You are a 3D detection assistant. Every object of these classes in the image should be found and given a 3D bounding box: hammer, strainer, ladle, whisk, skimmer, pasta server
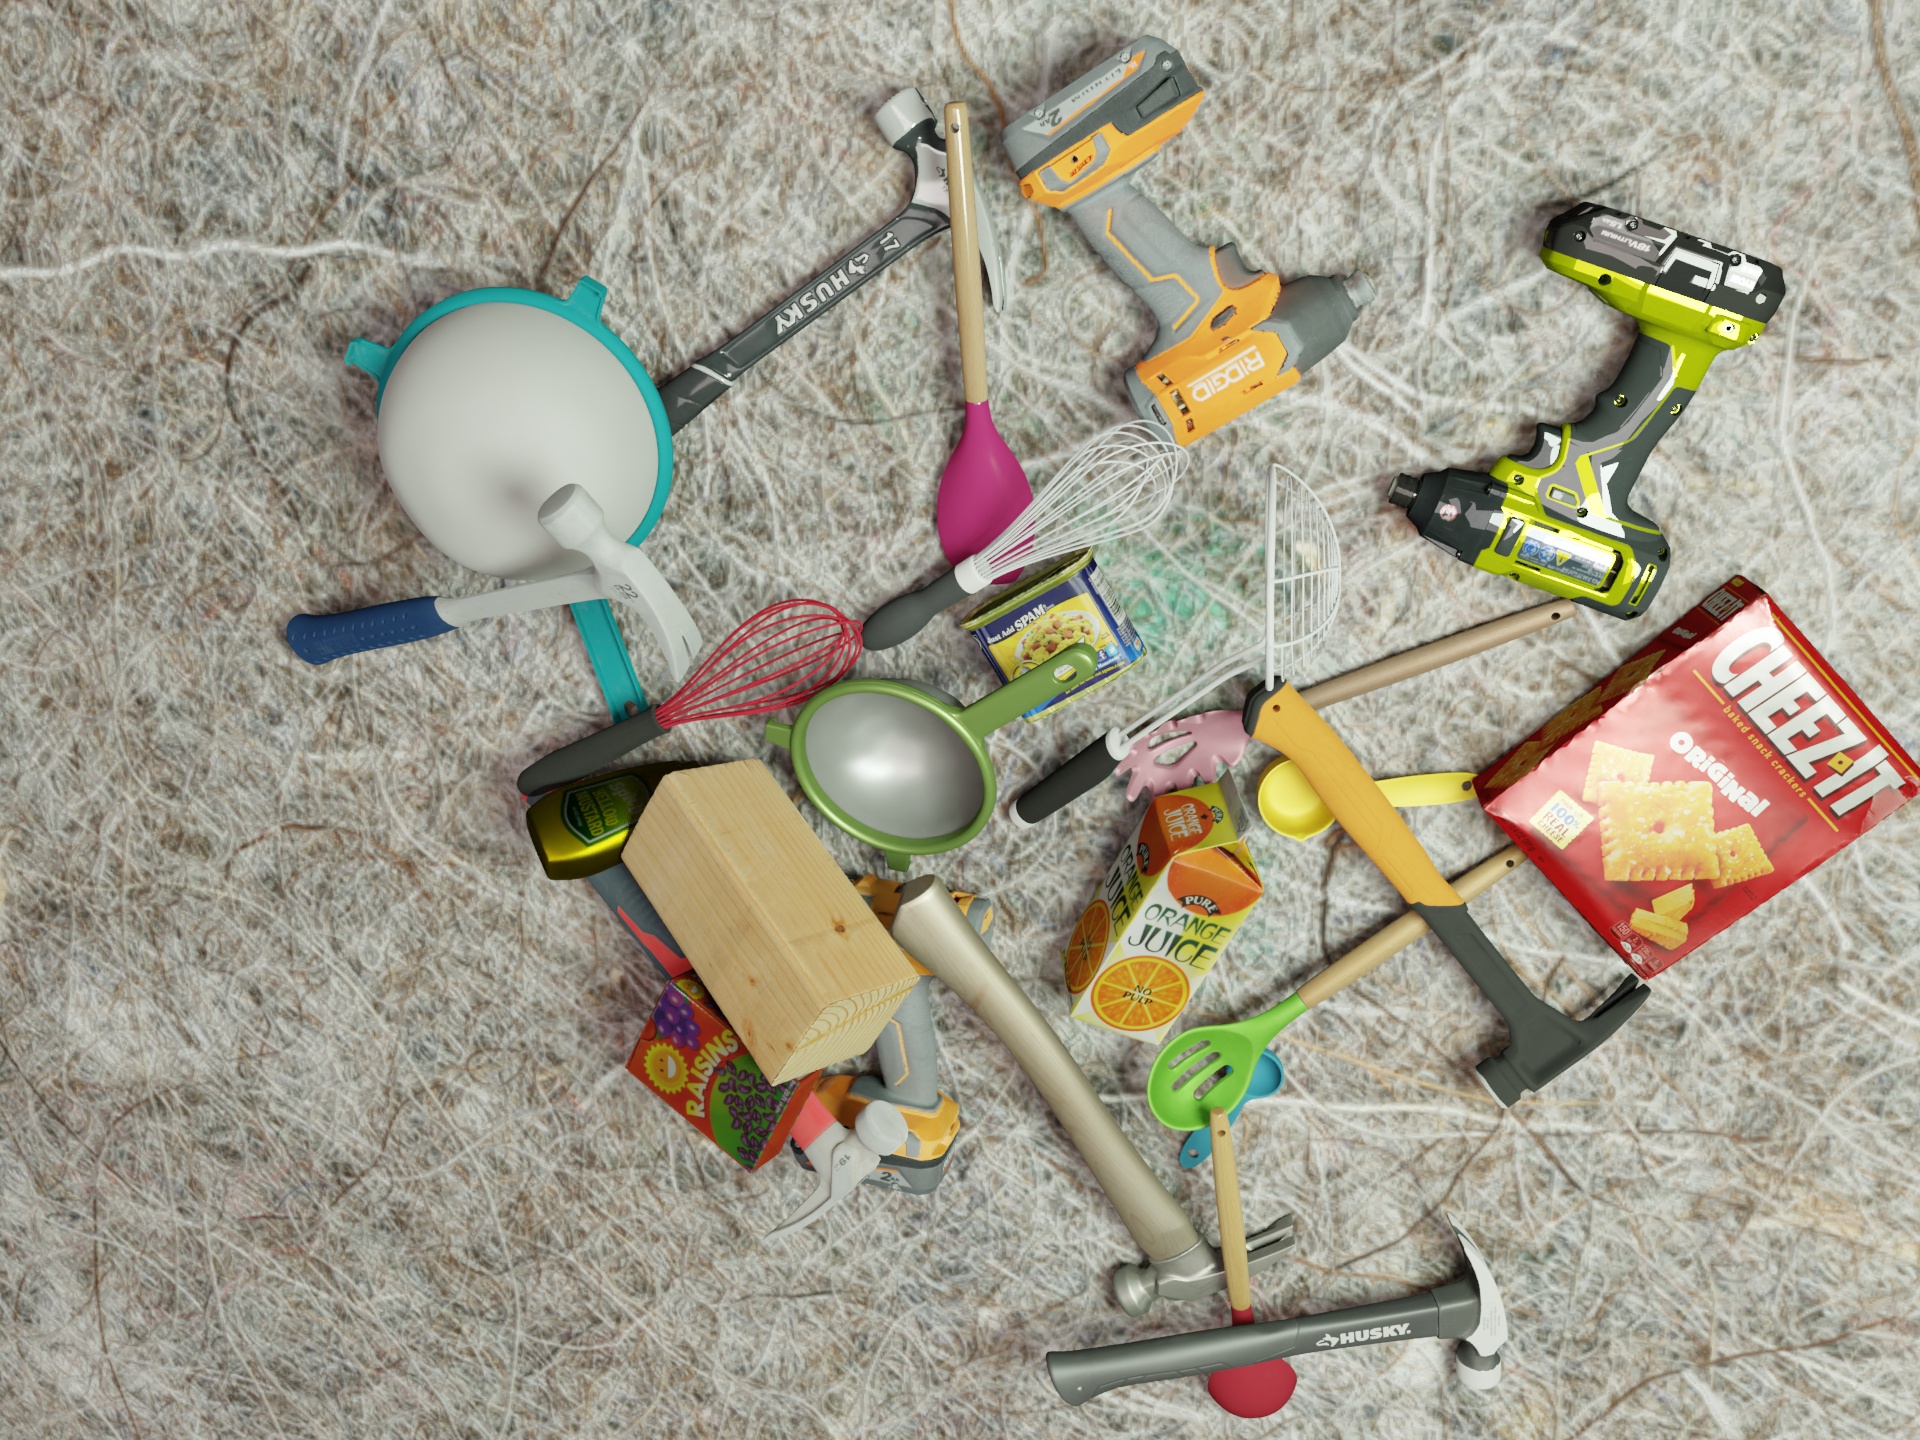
[{"bbox_3d":[0.310,0.100,1.058,0.127,0.034,0.337,-40,97,9],"label":"hammer"},{"bbox_3d":[-0.151,-0.245,1.090,0.409,0.036,0.149,-32,98,20],"label":"hammer"},{"bbox_3d":[-0.002,-0.003,1.087,0.256,0.069,0.151,-30,111,35],"label":"strainer"},{"bbox_3d":[0.229,0.446,1.156,0.335,0.035,0.146,-9,115,0],"label":"hammer"},{"bbox_3d":[0.205,0.409,1.170,0.069,0.031,0.315,-9,116,4],"label":"ladle"},{"bbox_3d":[-0.208,0.200,1.181,0.386,0.038,0.143,49,113,12],"label":"hammer"},{"bbox_3d":[-0.198,-0.010,1.137,0.296,0.073,0.073,-25,99,17],"label":"whisk"},{"bbox_3d":[0.112,-0.023,1.003,0.090,0.127,0.363,24,142,-22],"label":"skimmer"},{"bbox_3d":[-0.291,-0.120,1.095,0.211,0.095,0.340,-11,115,13],"label":"strainer"},{"bbox_3d":[-0.342,-0.071,1.095,0.405,0.035,0.143,-5,137,40],"label":"hammer"},{"bbox_3d":[0.087,0.267,1.141,0.146,0.038,0.410,-28,111,17],"label":"hammer"},{"bbox_3d":[0.254,-0.017,1.065,0.316,0.040,0.060,-21,113,16],"label":"pasta server"},{"bbox_3d":[0.033,-0.112,1.055,0.284,0.070,0.070,-29,99,36],"label":"whisk"}]

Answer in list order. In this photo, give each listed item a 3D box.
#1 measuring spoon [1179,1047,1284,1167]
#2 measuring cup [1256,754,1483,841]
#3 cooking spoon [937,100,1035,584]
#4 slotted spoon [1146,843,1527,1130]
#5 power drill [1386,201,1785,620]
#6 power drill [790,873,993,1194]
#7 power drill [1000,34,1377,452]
[{"bbox_3d":[0.198,0.286,1.182,0.042,0.021,0.128,30,119,3],"label":"measuring spoon"},{"bbox_3d":[0.280,0.046,1.090,0.156,0.029,0.062,-4,104,1],"label":"measuring cup"},{"bbox_3d":[0.008,-0.234,1.036,0.069,0.017,0.318,1,119,11],"label":"cooking spoon"},{"bbox_3d":[0.260,0.181,1.105,0.314,0.031,0.070,-37,100,9],"label":"slotted spoon"},{"bbox_3d":[0.377,-0.190,0.967,0.171,0.080,0.223,21,113,6],"label":"power drill"},{"bbox_3d":[-0.077,0.223,1.190,0.185,0.084,0.226,9,104,12],"label":"power drill"},{"bbox_3d":[0.143,-0.301,0.985,0.164,0.084,0.226,-28,103,18],"label":"power drill"}]
